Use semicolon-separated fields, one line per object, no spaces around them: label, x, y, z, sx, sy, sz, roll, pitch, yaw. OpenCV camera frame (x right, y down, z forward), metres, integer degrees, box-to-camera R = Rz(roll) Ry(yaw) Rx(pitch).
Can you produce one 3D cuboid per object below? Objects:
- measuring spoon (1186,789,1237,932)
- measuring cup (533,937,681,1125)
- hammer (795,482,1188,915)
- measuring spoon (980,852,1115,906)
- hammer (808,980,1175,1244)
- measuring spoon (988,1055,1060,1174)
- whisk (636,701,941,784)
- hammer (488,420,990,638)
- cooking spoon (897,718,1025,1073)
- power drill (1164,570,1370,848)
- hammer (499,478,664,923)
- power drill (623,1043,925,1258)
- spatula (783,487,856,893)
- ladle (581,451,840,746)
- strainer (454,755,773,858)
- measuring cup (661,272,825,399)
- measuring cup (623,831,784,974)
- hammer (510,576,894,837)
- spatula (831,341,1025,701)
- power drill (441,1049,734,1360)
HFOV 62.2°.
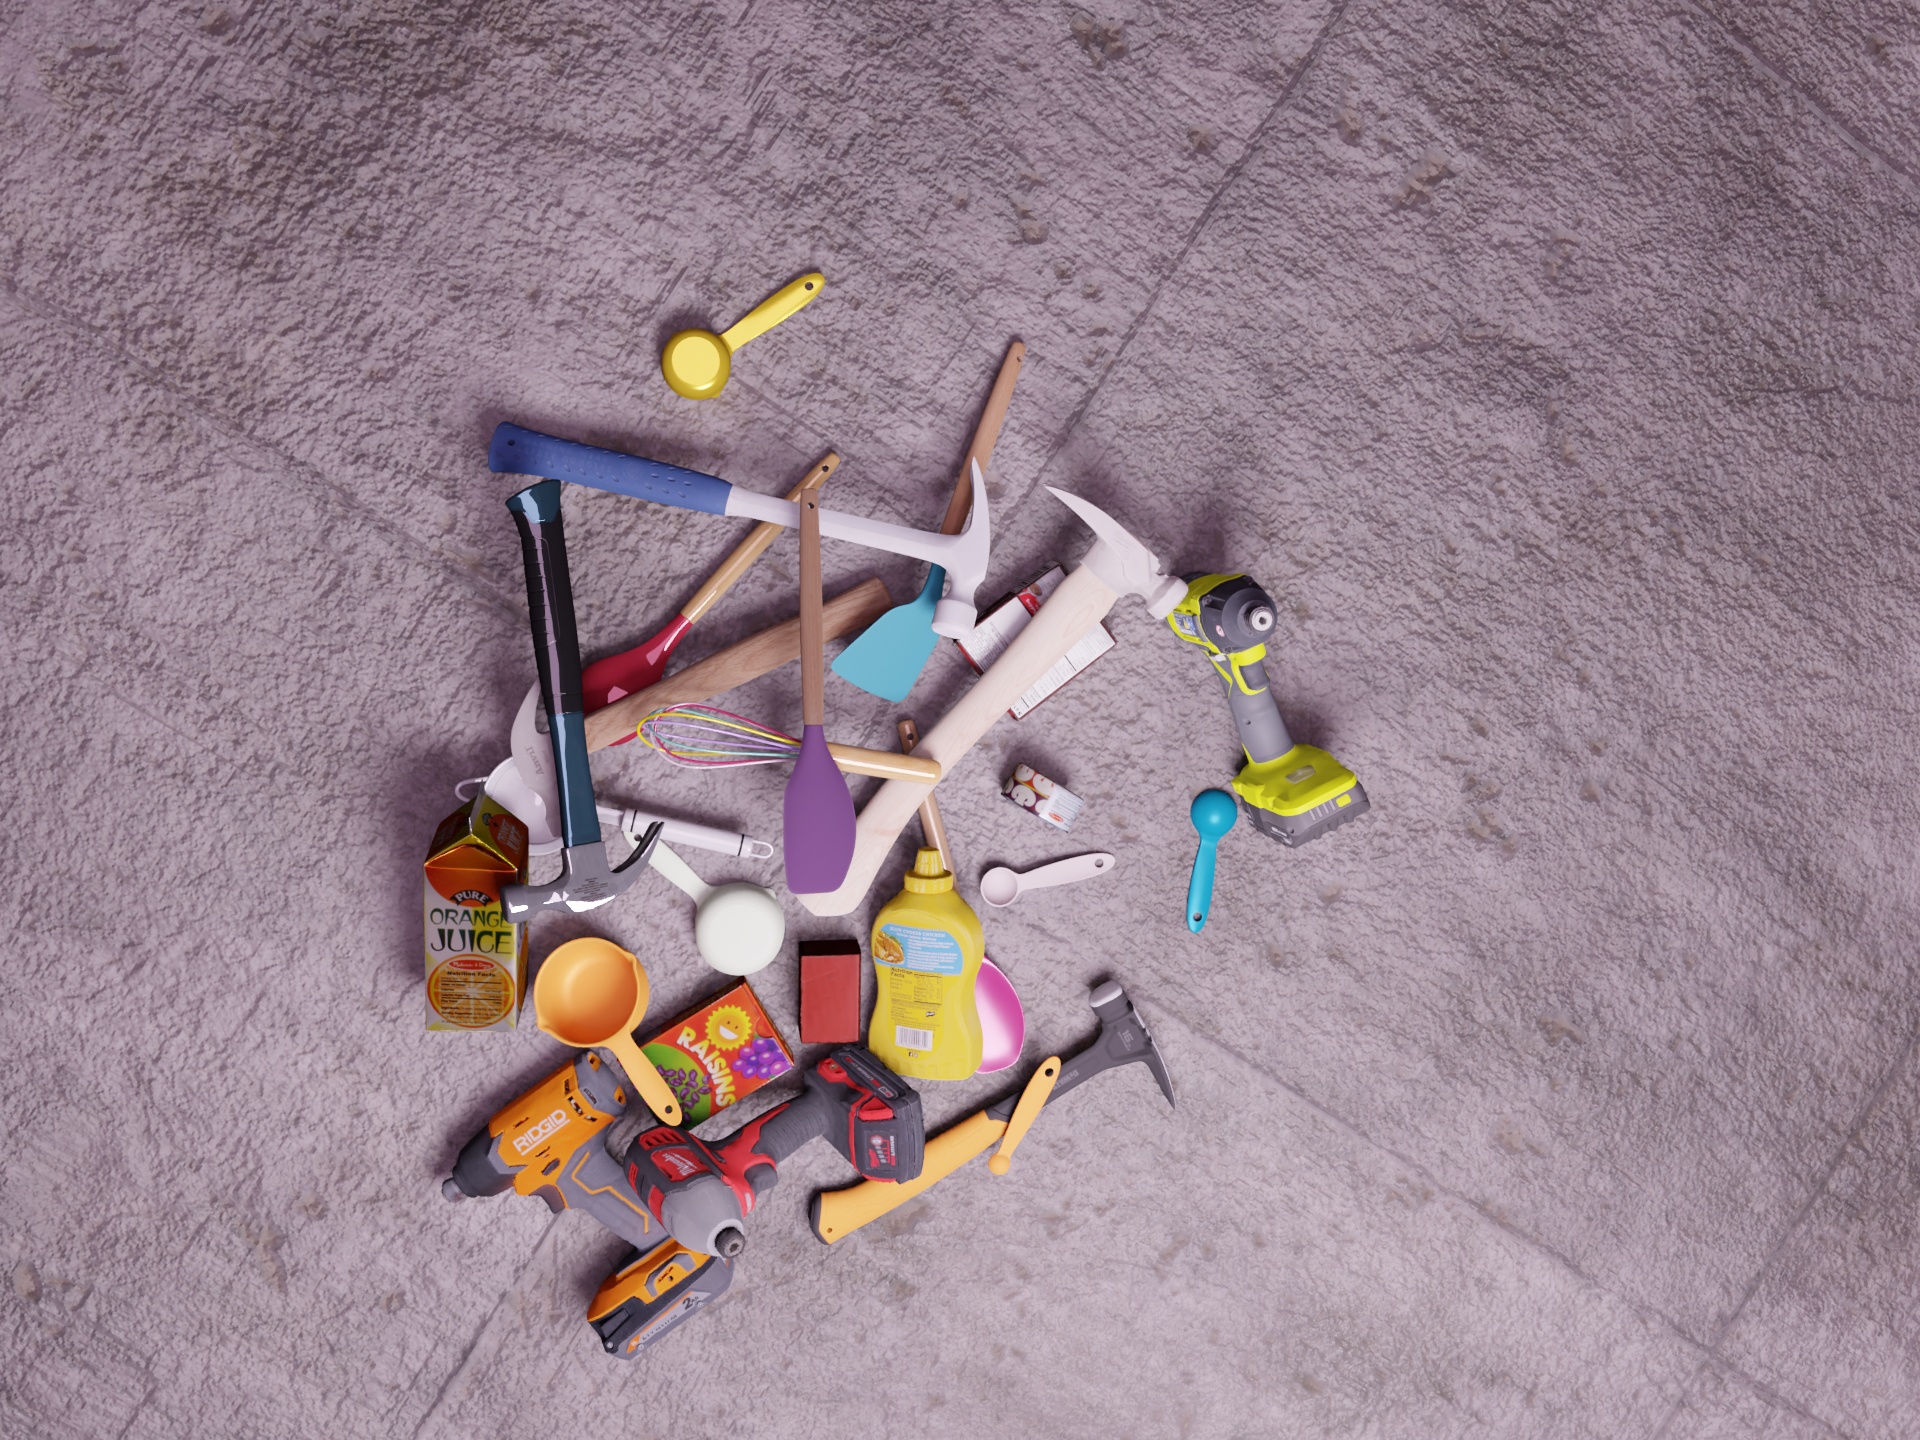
measuring spoon;0.218;0.125;1.394;0.042;0.021;0.128;8;93;-8
measuring cup;-0.275;0.257;1.300;0.095;0.052;0.174;-37;80;-4
hammer;-0.002;-0.004;1.315;0.146;0.038;0.410;41;98;-7
measuring spoon;0.075;0.134;1.383;0.124;0.018;0.034;-12;95;-14
hammer;0.022;0.361;1.380;0.337;0.034;0.127;-30;106;-2
measuring spoon;0.056;0.338;1.356;0.021;0.011;0.117;26;97;-14
whisk;-0.135;0.024;1.270;0.245;0.051;0.047;10;113;-14
hammer;-0.173;-0.180;1.275;0.405;0.035;0.144;13;80;0
cooking spoon;-0.007;0.153;1.368;0.068;0.017;0.319;-15;98;-4
power drill;0.250;-0.014;1.314;0.080;0.171;0.223;-27;102;-6
hammer;-0.306;-0.019;1.217;0.128;0.033;0.331;-8;91;-27
power drill;-0.143;0.350;1.271;0.219;0.143;0.078;-16;116;-32
spatula;-0.113;-0.023;1.242;0.059;0.018;0.316;-2;91;-21
ladle;-0.208;-0.103;1.313;0.069;0.031;0.315;42;87;-11
strainer;-0.280;0.081;1.306;0.258;0.050;0.087;14;96;-9
measuring cup;-0.175;-0.319;1.294;0.156;0.029;0.062;-35;99;-2
measuring cup;-0.218;0.146;1.327;0.167;0.038;0.083;43;88;-10
hammer;-0.206;-0.037;1.290;0.331;0.031;0.130;-27;100;-14
spatula;-0.012;-0.170;1.322;0.082;0.044;0.317;27;81;-39
power drill;-0.311;0.410;1.320;0.164;0.084;0.226;-35;95;-3
